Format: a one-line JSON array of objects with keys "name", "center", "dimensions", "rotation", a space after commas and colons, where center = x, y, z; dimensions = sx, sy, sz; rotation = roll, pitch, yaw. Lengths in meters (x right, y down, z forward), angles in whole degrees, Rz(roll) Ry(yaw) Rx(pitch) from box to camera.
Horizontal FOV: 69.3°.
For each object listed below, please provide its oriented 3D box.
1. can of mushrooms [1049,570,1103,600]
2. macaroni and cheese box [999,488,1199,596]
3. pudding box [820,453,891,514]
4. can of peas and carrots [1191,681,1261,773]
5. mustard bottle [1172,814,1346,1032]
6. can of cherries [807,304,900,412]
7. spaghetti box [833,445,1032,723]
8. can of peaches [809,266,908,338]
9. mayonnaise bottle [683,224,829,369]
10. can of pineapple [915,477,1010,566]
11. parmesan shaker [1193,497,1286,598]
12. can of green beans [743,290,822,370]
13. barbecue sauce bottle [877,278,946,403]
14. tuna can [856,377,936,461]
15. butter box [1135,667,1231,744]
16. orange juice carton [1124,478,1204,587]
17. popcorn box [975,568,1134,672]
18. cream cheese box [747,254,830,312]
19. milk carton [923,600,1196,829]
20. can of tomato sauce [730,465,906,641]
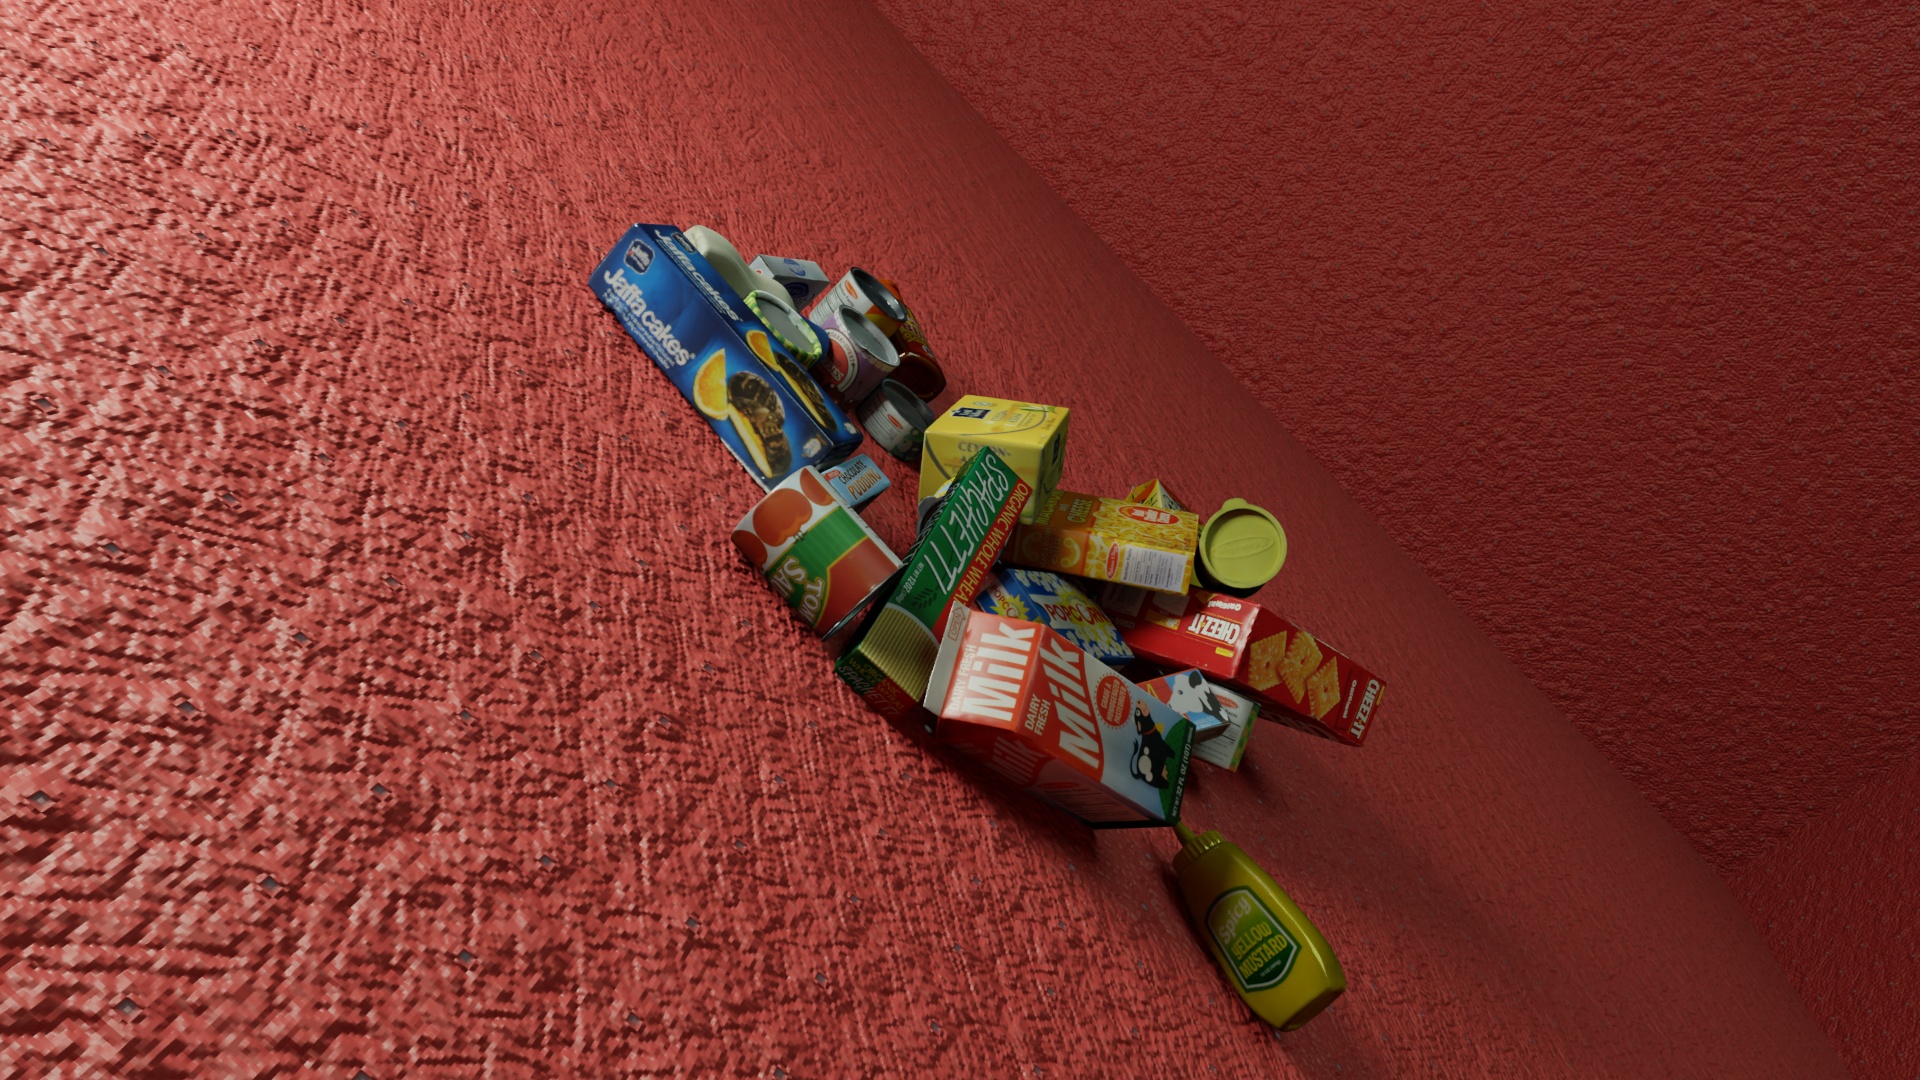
[{"name": "can of mushrooms", "center": [0.105, 0.022, 1.226], "dimensions": [0.071, 0.033, 0.071], "rotation": [41, 20, -18]}, {"name": "macaroni and cheese box", "center": [0.109, -0.004, 1.143], "dimensions": [0.166, 0.040, 0.124], "rotation": [10, 17, 8]}, {"name": "pudding box", "center": [-0.083, -0.026, 0.910], "dimensions": [0.030, 0.049, 0.084], "rotation": [49, 19, 1]}, {"name": "can of peas and carrots", "center": [0.197, 0.146, 1.103], "dimensions": [0.071, 0.059, 0.071], "rotation": [22, -7, 3]}, {"name": "mustard bottle", "center": [0.184, 0.244, 0.921], "dimensions": [0.161, 0.065, 0.049], "rotation": [52, 14, 32]}, {"name": "can of cherries", "center": [-0.093, -0.145, 1.107], "dimensions": [0.071, 0.058, 0.072], "rotation": [41, 20, -19]}, {"name": "spaghetti box", "center": [-0.011, 0.019, 0.899], "dimensions": [0.050, 0.028, 0.251], "rotation": [44, 37, -10]}, {"name": "can of peaches", "center": [-0.088, -0.194, 1.213], "dimensions": [0.071, 0.058, 0.071], "rotation": [40, 20, -17]}, {"name": "mayonnaise bottle", "center": [-0.158, -0.172, 1.027], "dimensions": [0.148, 0.064, 0.041], "rotation": [30, 28, -49]}, {"name": "can of pineapple", "center": [0.004, -0.013, 1.036], "dimensions": [0.071, 0.071, 0.058], "rotation": [45, 18, -6]}, {"name": "parmesan shaker", "center": [0.224, 0.009, 1.125], "dimensions": [0.071, 0.071, 0.103], "rotation": [50, 0, 10]}, {"name": "can of green beans", "center": [-0.141, -0.135, 0.988], "dimensions": [0.071, 0.057, 0.071], "rotation": [40, 21, -18]}, {"name": "barbecue sauce bottle", "center": [-0.059, -0.190, 1.285], "dimensions": [0.064, 0.043, 0.149], "rotation": [37, 21, -40]}, {"name": "tuna can", "center": [-0.050, -0.100, 1.144], "dimensions": [0.071, 0.032, 0.071], "rotation": [40, 21, -18]}, {"name": "butter box", "center": [0.146, 0.132, 1.038], "dimensions": [0.104, 0.024, 0.053], "rotation": [-11, 53, -28]}, {"name": "orange juice carton", "center": [0.201, 0.002, 1.403], "dimensions": [0.072, 0.073, 0.193], "rotation": [42, 20, -12]}, {"name": "popcorn box", "center": [0.075, 0.068, 1.069], "dimensions": [0.085, 0.038, 0.127], "rotation": [56, 21, 21]}, {"name": "cream cheese box", "center": [-0.148, -0.199, 1.105], "dimensions": [0.024, 0.053, 0.104], "rotation": [51, 20, 6]}, {"name": "milk carton", "center": [0.054, 0.110, 0.855], "dimensions": [0.190, 0.073, 0.072], "rotation": [33, 59, -32]}, {"name": "can of tomato sauce", "center": [-0.085, 0.008, 0.818], "dimensions": [0.083, 0.071, 0.071], "rotation": [47, 19, 2]}]
